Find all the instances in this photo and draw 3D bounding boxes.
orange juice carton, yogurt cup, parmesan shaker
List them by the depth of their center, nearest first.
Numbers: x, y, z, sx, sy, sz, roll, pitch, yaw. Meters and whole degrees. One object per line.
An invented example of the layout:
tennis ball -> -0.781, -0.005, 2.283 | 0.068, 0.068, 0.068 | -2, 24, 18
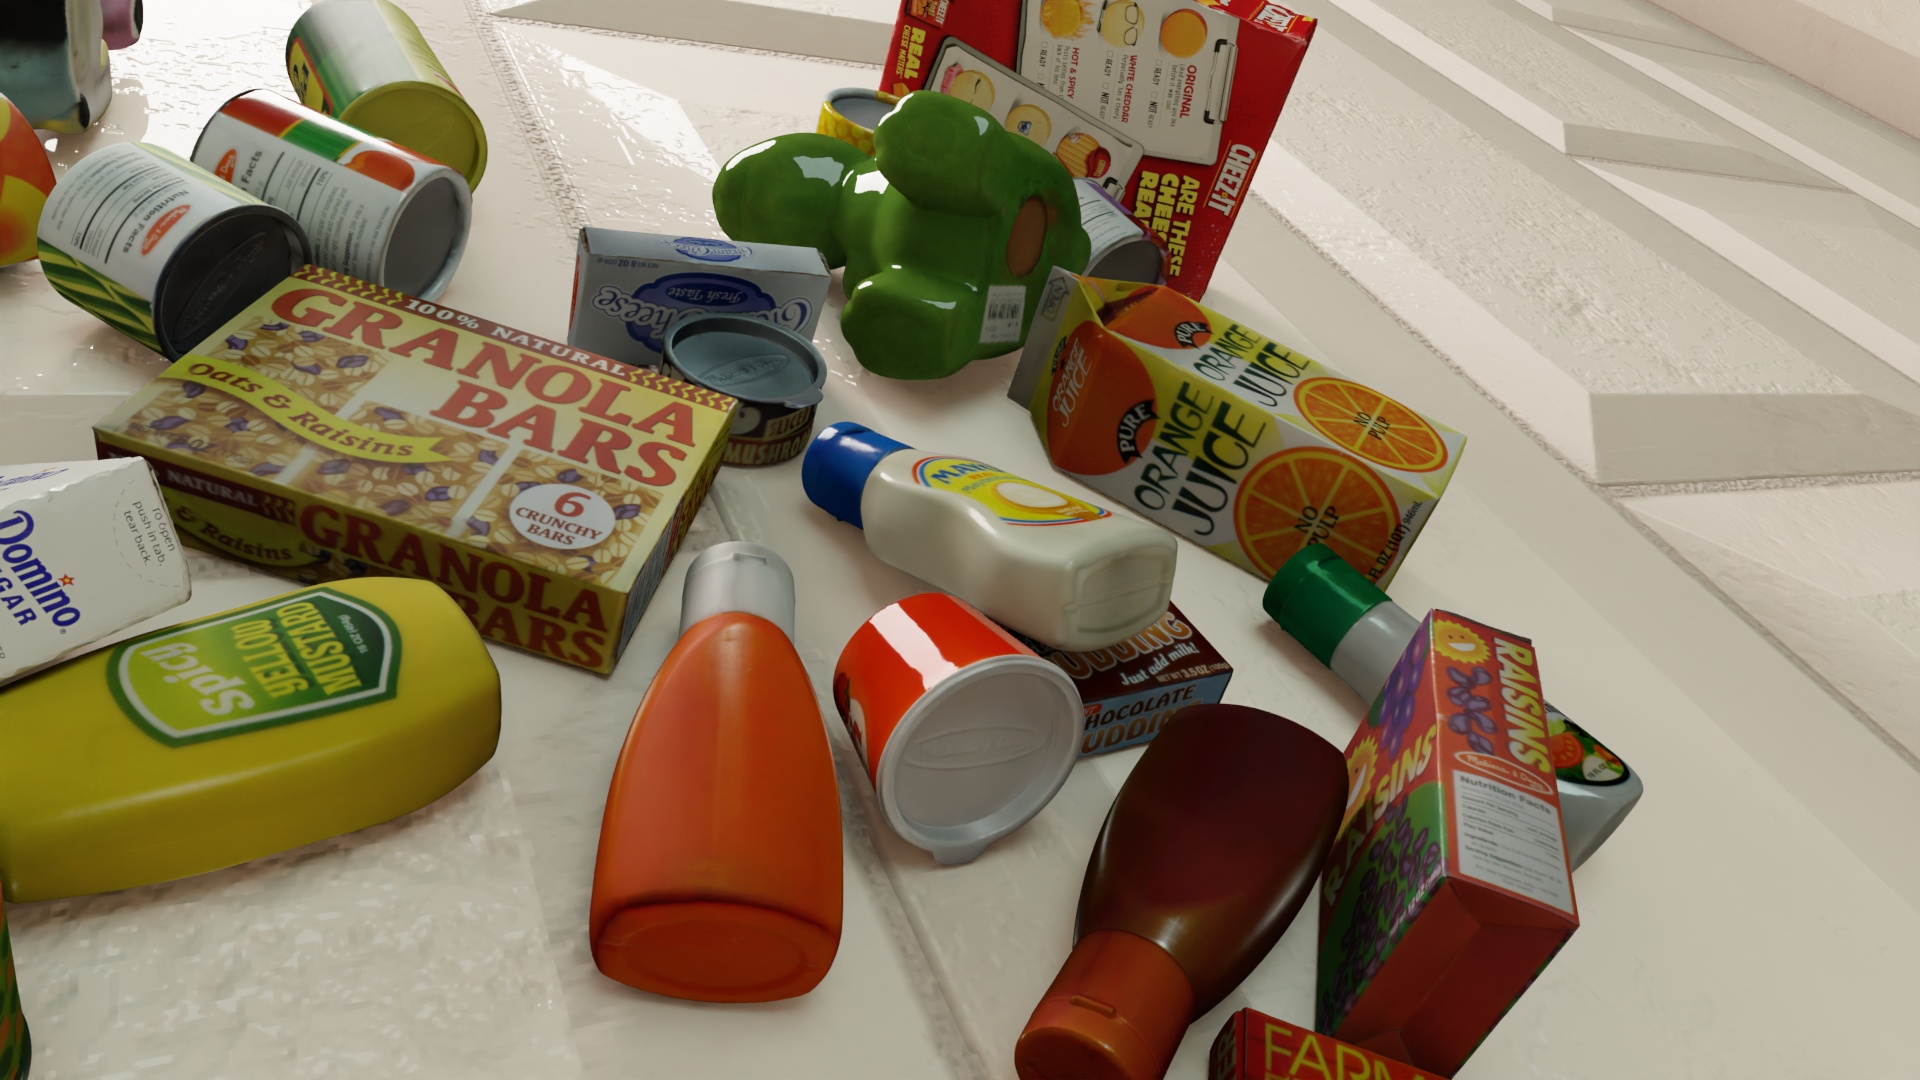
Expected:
yogurt cup -> -0.004, 0.052, 0.424 | 0.072, 0.072, 0.054 | -3, 28, -29
orange juice carton -> 0.112, -0.049, 0.610 | 0.193, 0.071, 0.073 | 29, 35, 13
parmesan shaker -> -0.265, -0.198, 0.640 | 0.071, 0.071, 0.103 | -8, 42, -34

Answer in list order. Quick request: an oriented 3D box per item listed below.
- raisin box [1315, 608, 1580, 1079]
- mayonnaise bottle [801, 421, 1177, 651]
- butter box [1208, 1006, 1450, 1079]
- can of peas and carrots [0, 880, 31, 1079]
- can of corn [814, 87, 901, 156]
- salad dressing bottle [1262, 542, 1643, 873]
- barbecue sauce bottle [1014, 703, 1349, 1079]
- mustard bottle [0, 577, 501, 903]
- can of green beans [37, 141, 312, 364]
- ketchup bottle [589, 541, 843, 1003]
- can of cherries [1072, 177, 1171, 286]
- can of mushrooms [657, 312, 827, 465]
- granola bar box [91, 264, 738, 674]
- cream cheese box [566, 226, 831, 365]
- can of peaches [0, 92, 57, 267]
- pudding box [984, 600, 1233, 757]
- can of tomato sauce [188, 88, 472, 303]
raisin box -> 0.145, 0.091, 0.425 | 0.040, 0.085, 0.124 | 20, 35, 3
mayonnaise bottle -> 0.002, -0.006, 0.491 | 0.065, 0.041, 0.148 | -12, 27, -42
butter box -> 0.116, 0.165, 0.363 | 0.103, 0.024, 0.053 | 20, 35, 0
can of peas and carrots -> -0.224, 0.090, 0.270 | 0.071, 0.058, 0.071 | 14, 35, -10
can of corn -> -0.047, -0.205, 0.756 | 0.071, 0.058, 0.071 | 13, 36, -9
salad dressing bottle -> 0.178, 0.059, 0.521 | 0.064, 0.043, 0.148 | -14, 46, -42
barbecue sauce bottle -> 0.064, 0.104, 0.403 | 0.065, 0.043, 0.149 | 14, 32, 25
mustard bottle -> -0.198, 0.053, 0.342 | 0.161, 0.048, 0.065 | -17, 46, -41
can of green beans -> -0.279, -0.100, 0.496 | 0.058, 0.071, 0.071 | 28, 36, 13
ketchup bottle -> -0.067, 0.058, 0.403 | 0.065, 0.043, 0.149 | 11, 36, -14
can of cherries -> 0.069, -0.145, 0.727 | 0.072, 0.071, 0.058 | -10, 45, -36
can of mushrooms -> -0.088, -0.061, 0.563 | 0.071, 0.033, 0.071 | 13, 35, -9
granola bar box -> -0.175, -0.029, 0.473 | 0.166, 0.038, 0.125 | 18, 36, -3
cream cheese box -> -0.111, -0.100, 0.587 | 0.104, 0.053, 0.024 | 0, 42, -26
can of peaches -> -0.363, -0.126, 0.486 | 0.071, 0.071, 0.058 | 31, 35, 16
pudding box -> 0.047, 0.046, 0.486 | 0.084, 0.030, 0.050 | -7, 41, -33
can of tomato sauce -> -0.249, -0.134, 0.556 | 0.083, 0.070, 0.071 | 23, 35, 3
